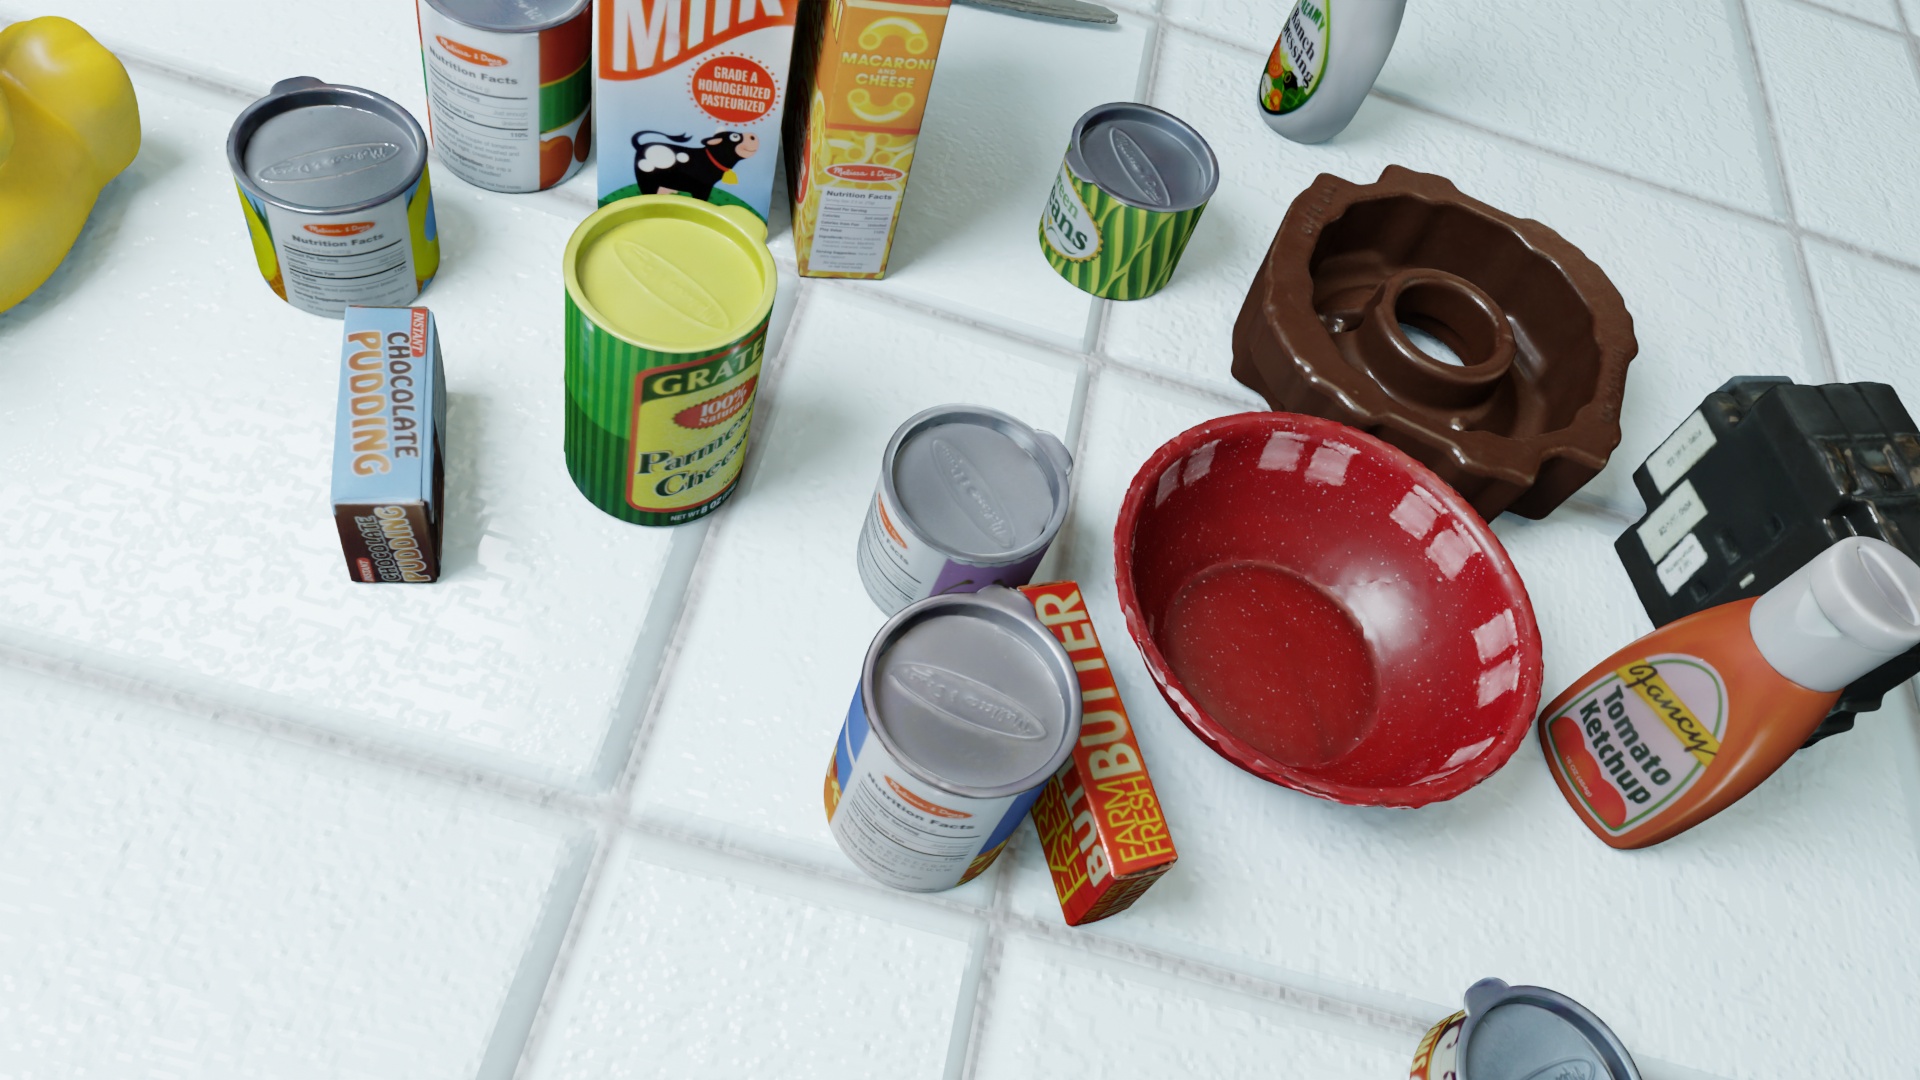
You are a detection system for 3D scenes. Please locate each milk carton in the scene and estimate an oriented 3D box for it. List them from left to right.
[{"bbox_3d":[-0.098,-0.209,0.525,0.072,0.189,0.074,7,56,-11],"label":"milk carton"}]

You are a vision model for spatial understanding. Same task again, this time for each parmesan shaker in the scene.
[{"bbox_3d":[-0.100,-0.060,0.479,0.071,0.102,0.071,7,56,-11],"label":"parmesan shaker"}]

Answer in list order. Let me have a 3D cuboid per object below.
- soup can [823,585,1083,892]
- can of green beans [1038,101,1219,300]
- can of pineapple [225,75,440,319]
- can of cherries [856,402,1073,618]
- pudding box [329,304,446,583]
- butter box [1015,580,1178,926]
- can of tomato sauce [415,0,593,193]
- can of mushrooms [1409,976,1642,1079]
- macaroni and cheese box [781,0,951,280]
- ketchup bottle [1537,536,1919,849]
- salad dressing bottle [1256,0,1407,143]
[{"bbox_3d":[-0.004,0.063,0.436,0.071,0.083,0.072,7,56,-11],"label":"soup can"},{"bbox_3d":[0.073,-0.149,0.613,0.071,0.057,0.071,7,56,-11],"label":"can of green beans"},{"bbox_3d":[-0.230,-0.126,0.515,0.071,0.057,0.071,7,56,-11],"label":"can of pineapple"},{"bbox_3d":[0.002,-0.006,0.499,0.071,0.058,0.072,7,56,-11],"label":"can of cherries"},{"bbox_3d":[-0.191,-0.033,0.469,0.030,0.049,0.084,-2,58,-16],"label":"pudding box"},{"bbox_3d":[0.037,0.070,0.461,0.024,0.052,0.104,-7,60,-19],"label":"butter box"},{"bbox_3d":[-0.181,-0.194,0.558,0.071,0.082,0.071,7,56,-11],"label":"can of tomato sauce"},{"bbox_3d":[0.179,0.177,0.442,0.071,0.033,0.071,7,56,-11],"label":"can of mushrooms"},{"bbox_3d":[-0.041,-0.207,0.554,0.040,0.165,0.124,-1,58,-16],"label":"macaroni and cheese box"},{"bbox_3d":[0.262,0.052,0.477,0.043,0.148,0.065,-10,61,-21],"label":"ketchup bottle"},{"bbox_3d":[0.191,-0.260,0.664,0.044,0.146,0.064,1,58,-15],"label":"salad dressing bottle"}]
